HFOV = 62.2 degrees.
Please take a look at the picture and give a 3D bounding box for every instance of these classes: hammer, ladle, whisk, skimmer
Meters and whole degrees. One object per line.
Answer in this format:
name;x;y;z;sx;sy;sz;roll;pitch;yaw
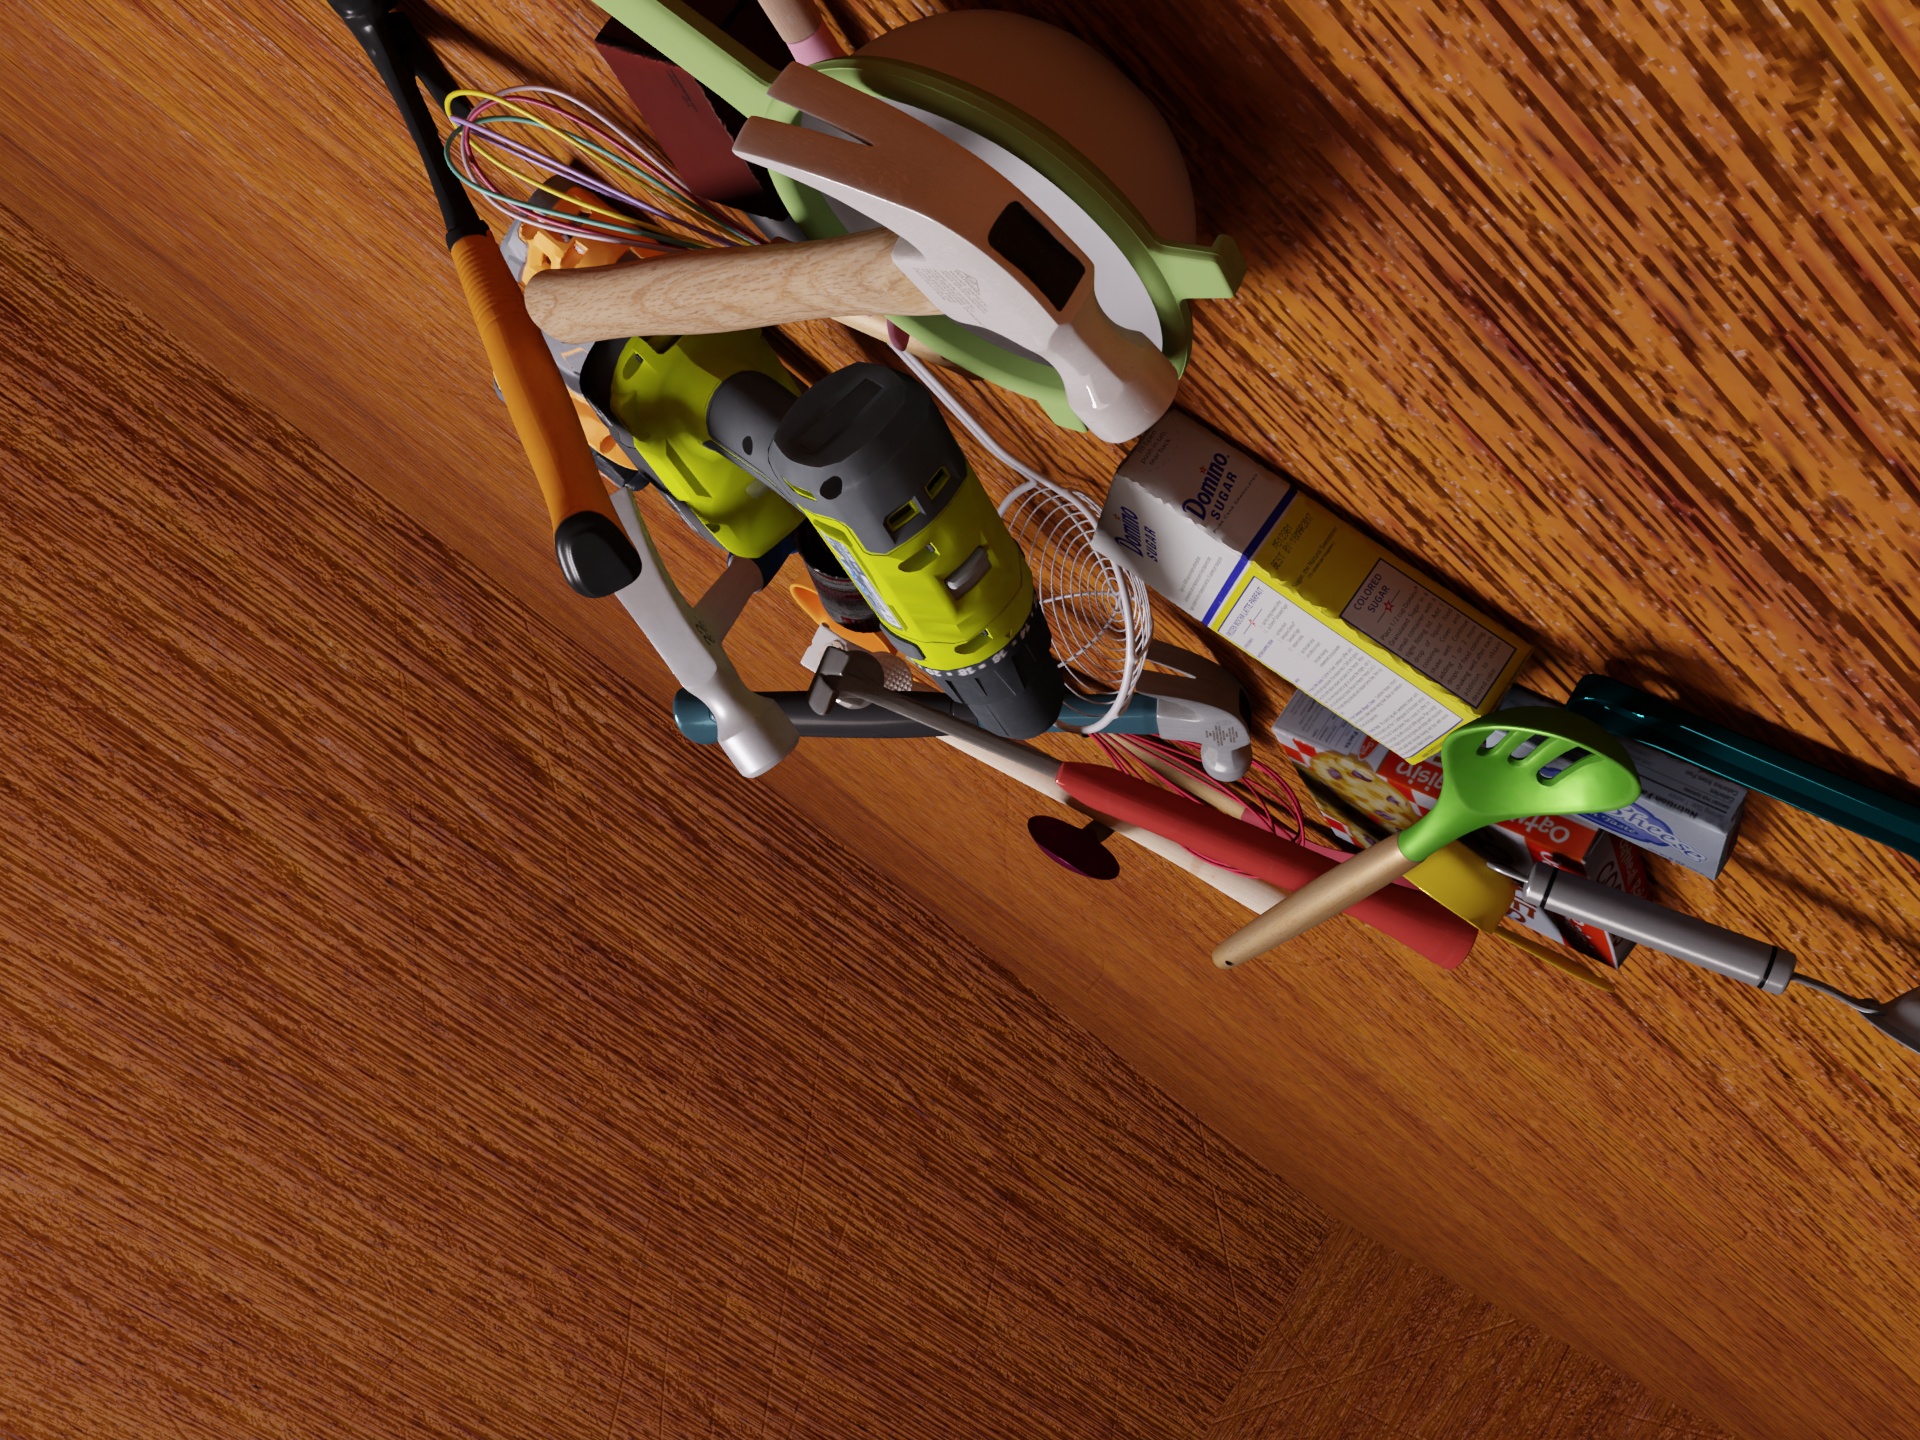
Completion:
hammer;-0.077;-0.152;0.552;0.129;0.031;0.331;39;166;-36
hammer;0.095;0.044;0.796;0.359;0.037;0.149;23;-178;-4
hammer;-0.001;-0.003;0.910;0.331;0.033;0.128;0;155;11
ladle;0.167;0.045;1.043;0.316;0.031;0.069;32;168;25
whisk;0.099;0.009;1.015;0.296;0.073;0.073;34;170;33
skimmer;-0.030;-0.133;0.726;0.363;0.090;0.127;43;169;-33
hammer;-0.215;-0.199;0.726;0.127;0.034;0.337;70;175;-71
hammer;-0.128;-0.088;0.916;0.144;0.035;0.406;55;-171;-13
whisk;-0.098;-0.194;0.638;0.245;0.051;0.047;24;135;1
hammer;0.076;0.045;1.097;0.410;0.038;0.146;29;-179;-25

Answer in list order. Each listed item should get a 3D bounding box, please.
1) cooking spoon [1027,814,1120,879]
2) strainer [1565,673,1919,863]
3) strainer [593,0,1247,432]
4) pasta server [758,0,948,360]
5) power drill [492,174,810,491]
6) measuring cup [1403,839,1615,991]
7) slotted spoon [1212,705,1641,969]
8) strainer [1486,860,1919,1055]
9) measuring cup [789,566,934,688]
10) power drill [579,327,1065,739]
cooking spoon;0.096;0.083;1.149;0.069;0.017;0.319;33;-172;10
strainer;0.351;0.089;0.528;0.341;0.095;0.210;28;166;26
strainer;-0.025;-0.197;0.491;0.256;0.069;0.151;34;168;-7
pasta server;-0.064;-0.244;0.515;0.315;0.060;0.040;51;-159;-46
power drill;-0.179;-0.201;0.916;0.185;0.084;0.226;37;164;-12
measuring cup;0.266;0.091;0.753;0.156;0.029;0.062;27;-170;-27
slotted spoon;0.183;0.062;0.700;0.070;0.031;0.313;25;151;-6
strainer;0.345;0.105;0.655;0.258;0.050;0.087;21;-169;20
measuring cup;-0.039;-0.063;1.127;0.173;0.052;0.095;38;168;-22
power drill;-0.054;-0.091;0.689;0.229;0.080;0.190;36;167;42
